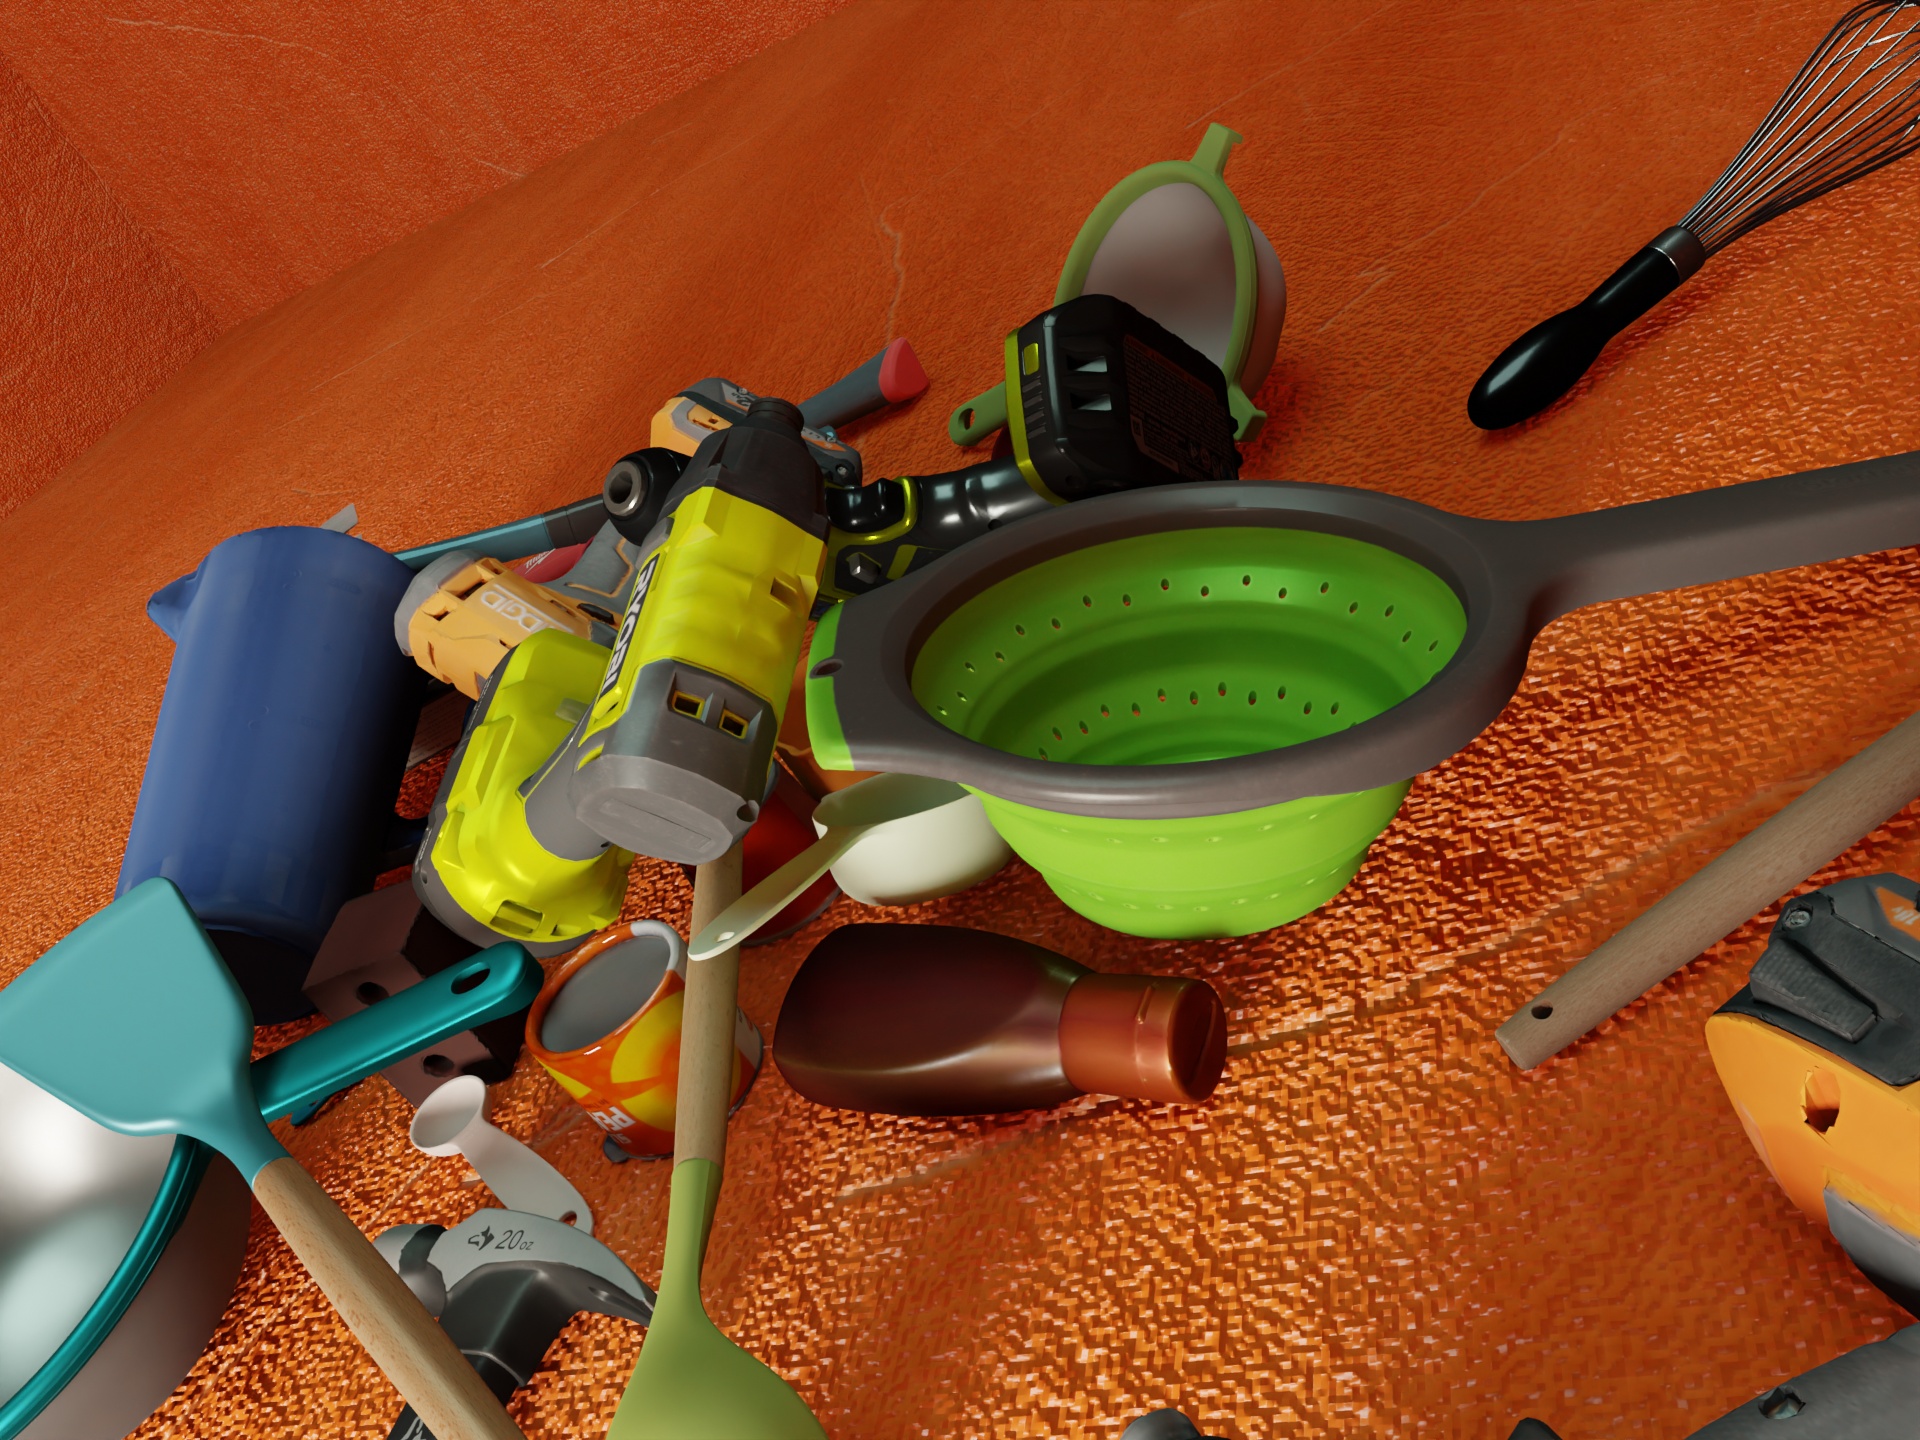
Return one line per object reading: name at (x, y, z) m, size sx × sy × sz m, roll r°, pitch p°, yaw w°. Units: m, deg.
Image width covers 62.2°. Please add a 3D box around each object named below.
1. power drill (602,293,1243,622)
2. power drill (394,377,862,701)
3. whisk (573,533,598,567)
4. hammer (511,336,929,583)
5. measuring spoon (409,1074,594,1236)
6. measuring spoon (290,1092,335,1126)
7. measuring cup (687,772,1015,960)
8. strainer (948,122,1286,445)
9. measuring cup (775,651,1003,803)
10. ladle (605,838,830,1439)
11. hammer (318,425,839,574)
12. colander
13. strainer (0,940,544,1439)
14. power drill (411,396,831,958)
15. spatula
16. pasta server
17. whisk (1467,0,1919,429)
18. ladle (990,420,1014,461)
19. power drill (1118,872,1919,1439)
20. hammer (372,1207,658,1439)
power drill at (-0.016, -0.097, 0.668) m, size 0.228 × 0.190 × 0.080 m, roll -13°, pitch 75°, yaw 33°
power drill at (-0.137, -0.063, 0.798) m, size 0.185 × 0.084 × 0.226 m, roll 30°, pitch 52°, yaw 16°
whisk at (-0.185, -0.012, 0.830) m, size 0.073 × 0.073 × 0.296 m, roll -21°, pitch 37°, yaw 18°
hammer at (-0.199, -0.148, 1.054) m, size 0.386 × 0.038 × 0.143 m, roll -29°, pitch 29°, yaw 6°
measuring spoon at (-0.168, 0.169, 0.596) m, size 0.124 × 0.018 × 0.034 m, roll 19°, pitch 57°, yaw 45°
measuring spoon at (-0.250, 0.135, 0.719) m, size 0.128 × 0.021 × 0.042 m, roll -50°, pitch 35°, yaw -12°
measuring cup at (-0.036, 0.058, 0.559) m, size 0.083 × 0.038 × 0.167 m, roll -7°, pitch 17°, yaw 34°
strainer at (0.085, -0.185, 0.829) m, size 0.069 × 0.151 × 0.256 m, roll 1°, pitch -8°, yaw -32°
measuring cup at (-0.001, -0.002, 0.653) m, size 0.174 × 0.052 × 0.095 m, roll -3°, pitch 41°, yaw 37°
ladle at (-0.069, 0.123, 0.495) m, size 0.078 × 0.062 × 0.320 m, roll -52°, pitch 25°, yaw 28°
hammer at (-0.231, -0.116, 0.944) m, size 0.331 × 0.128 × 0.033 m, roll -17°, pitch 73°, yaw -9°
colander at (0.154, -0.011, 0.507) m, size 0.397 × 0.094 × 0.205 m, roll -10°, pitch 29°, yaw 2°
strainer at (-0.294, 0.185, 0.604) m, size 0.340 × 0.095 × 0.211 m, roll -26°, pitch 42°, yaw 3°
power drill at (-0.122, -0.009, 0.593) m, size 0.223 × 0.080 × 0.171 m, roll -35°, pitch 37°, yaw 50°
spatula at (-0.209, 0.152, 0.494) m, size 0.318 × 0.044 × 0.082 m, roll 27°, pitch 61°, yaw 37°
pasta server at (0.277, 0.000, 0.426) m, size 0.316 × 0.040 × 0.060 m, roll -36°, pitch 30°, yaw 0°
whisk at (0.323, -0.213, 0.668) m, size 0.284 × 0.070 × 0.070 m, roll -40°, pitch 31°, yaw -3°
ladle at (0.117, -0.093, 0.693) m, size 0.316 × 0.031 × 0.069 m, roll 25°, pitch 105°, yaw 51°
power drill at (0.136, 0.136, 0.303) m, size 0.226 × 0.084 × 0.164 m, roll -41°, pitch 31°, yaw -7°
hammer at (-0.186, 0.283, 0.422) m, size 0.146 × 0.035 × 0.335 m, roll -11°, pitch 36°, yaw 32°
